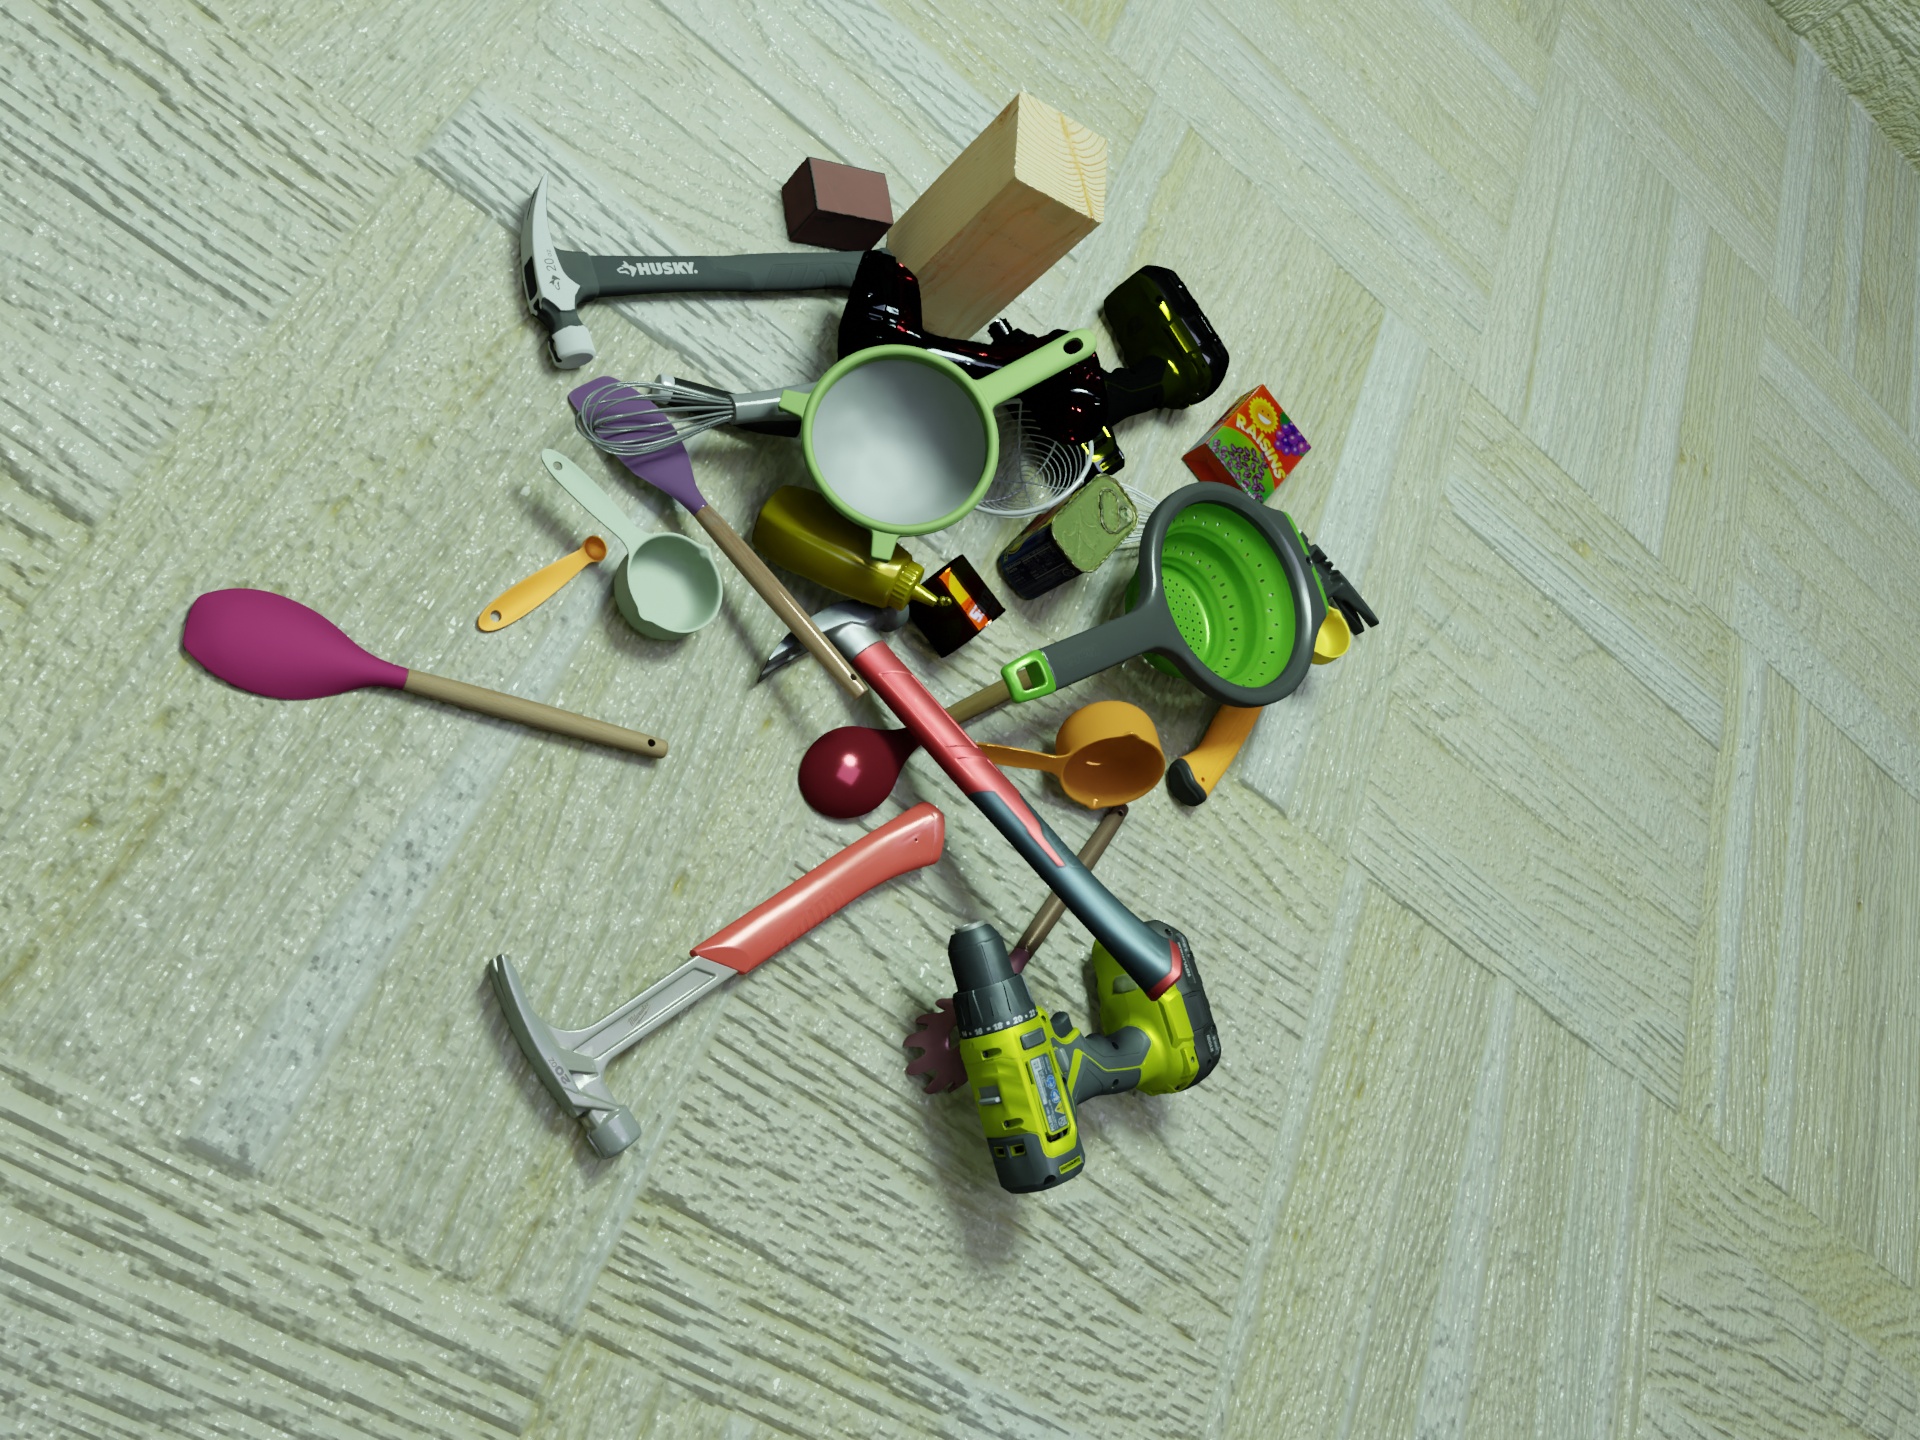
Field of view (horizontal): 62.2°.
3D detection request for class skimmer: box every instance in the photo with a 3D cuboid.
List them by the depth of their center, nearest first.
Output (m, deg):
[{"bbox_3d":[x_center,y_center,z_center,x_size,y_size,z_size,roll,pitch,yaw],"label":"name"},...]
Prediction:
[{"bbox_3d":[-0.063,-0.243,1.287,0.363,0.090,0.127,10,52,-30],"label":"skimmer"}]

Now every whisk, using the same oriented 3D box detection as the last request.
[{"bbox_3d":[-0.173,-0.235,1.199,0.239,0.055,0.055,-13,80,-30],"label":"whisk"},{"bbox_3d":[0.206,-0.182,1.484,0.246,0.058,0.059,3,108,-37],"label":"whisk"}]

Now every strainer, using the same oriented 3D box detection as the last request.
[{"bbox_3d":[-0.006,-0.232,1.235,0.256,0.069,0.151,-31,86,-16],"label":"strainer"}]

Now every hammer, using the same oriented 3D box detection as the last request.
[{"bbox_3d":[-0.148,0.144,1.122,0.359,0.036,0.149,-33,93,-37],"label":"hammer"},{"bbox_3d":[0.015,0.063,1.193,0.386,0.038,0.143,48,50,12],"label":"hammer"},{"bbox_3d":[-0.193,-0.365,1.279,0.334,0.035,0.146,-14,82,-37],"label":"hammer"},{"bbox_3d":[0.286,-0.037,1.488,0.127,0.034,0.337,46,54,-11],"label":"hammer"}]

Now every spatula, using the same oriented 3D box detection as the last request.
[{"bbox_3d":[-0.175,-0.138,1.188,0.316,0.018,0.060,49,52,5],"label":"spatula"}]

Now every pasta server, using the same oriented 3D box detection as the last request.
[{"bbox_3d":[0.056,0.169,1.261,0.060,0.040,0.316,49,49,-10],"label":"pasta server"}]

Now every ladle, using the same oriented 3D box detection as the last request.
[{"bbox_3d":[-0.002,-0.004,1.284,0.315,0.031,0.069,-27,89,-40],"label":"ladle"}]

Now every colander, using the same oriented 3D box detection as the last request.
[{"bbox_3d":[0.157,-0.077,1.363,0.397,0.094,0.204,-23,90,-40],"label":"colander"}]

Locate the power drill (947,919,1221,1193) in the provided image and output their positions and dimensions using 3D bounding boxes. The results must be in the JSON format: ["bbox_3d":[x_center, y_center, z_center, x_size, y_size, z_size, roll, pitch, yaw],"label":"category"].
[{"bbox_3d":[0.087,0.227,1.199,0.228,0.080,0.190,-11,83,-47],"label":"power drill"}]

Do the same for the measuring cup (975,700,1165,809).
[{"bbox_3d":[0.082,0.019,1.307,0.173,0.095,0.052,9,45,-14],"label":"measuring cup"}]

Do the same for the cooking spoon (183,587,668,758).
[{"bbox_3d":[-0.344,-0.021,1.059,0.318,0.017,0.069,17,65,-28],"label":"cooking spoon"}]

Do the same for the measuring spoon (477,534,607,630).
[{"bbox_3d":[-0.297,-0.097,1.127,0.117,0.011,0.021,-43,111,-34],"label":"measuring spoon"}]

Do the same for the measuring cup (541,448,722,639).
[{"bbox_3d":[-0.246,-0.127,1.149,0.167,0.038,0.083,46,53,-14],"label":"measuring cup"}]

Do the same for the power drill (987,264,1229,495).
[{"bbox_3d":[0.133,-0.325,1.464,0.223,0.080,0.171,-37,96,-35],"label":"power drill"}]

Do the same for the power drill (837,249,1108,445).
[{"bbox_3d":[0.013,-0.306,1.316,0.219,0.078,0.143,14,39,-14],"label":"power drill"}]

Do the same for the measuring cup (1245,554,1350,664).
[{"bbox_3d":[0.298,-0.111,1.494,0.156,0.029,0.062,41,56,1],"label":"measuring cup"}]
